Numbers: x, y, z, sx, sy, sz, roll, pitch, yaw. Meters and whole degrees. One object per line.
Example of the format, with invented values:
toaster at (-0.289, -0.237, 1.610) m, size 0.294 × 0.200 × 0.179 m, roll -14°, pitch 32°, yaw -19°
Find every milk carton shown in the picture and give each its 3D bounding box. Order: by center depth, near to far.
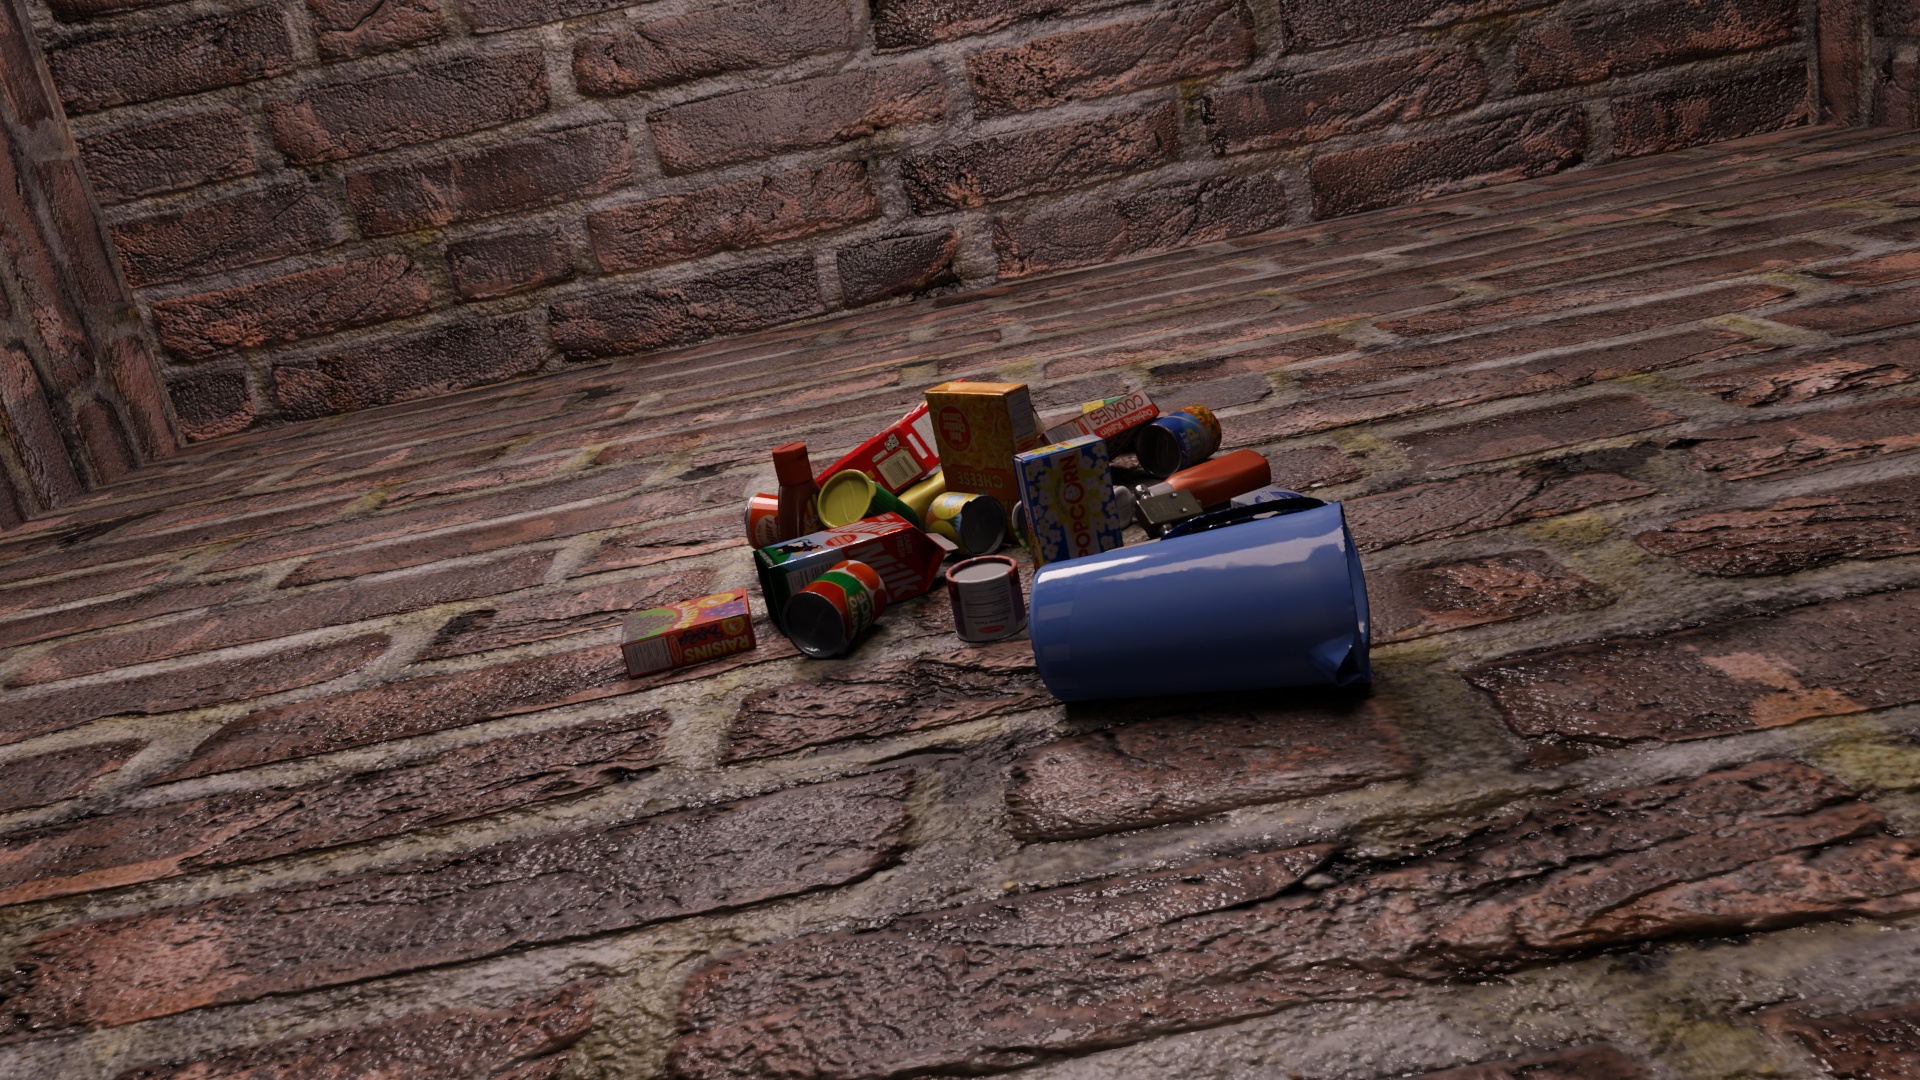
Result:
milk carton at (-0.100, 0.025, 1.380) m, size 0.191 × 0.073 × 0.072 m, roll -16°, pitch 18°, yaw -16°

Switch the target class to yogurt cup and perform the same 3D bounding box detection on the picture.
yogurt cup at (-0.213, -0.022, 1.614) m, size 0.054 × 0.072 × 0.073 m, roll 1°, pitch 20°, yaw 13°

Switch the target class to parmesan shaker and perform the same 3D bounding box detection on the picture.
parmesan shaker at (-0.093, -0.026, 1.467) m, size 0.071 × 0.071 × 0.103 m, roll -1°, pitch -20°, yaw 29°

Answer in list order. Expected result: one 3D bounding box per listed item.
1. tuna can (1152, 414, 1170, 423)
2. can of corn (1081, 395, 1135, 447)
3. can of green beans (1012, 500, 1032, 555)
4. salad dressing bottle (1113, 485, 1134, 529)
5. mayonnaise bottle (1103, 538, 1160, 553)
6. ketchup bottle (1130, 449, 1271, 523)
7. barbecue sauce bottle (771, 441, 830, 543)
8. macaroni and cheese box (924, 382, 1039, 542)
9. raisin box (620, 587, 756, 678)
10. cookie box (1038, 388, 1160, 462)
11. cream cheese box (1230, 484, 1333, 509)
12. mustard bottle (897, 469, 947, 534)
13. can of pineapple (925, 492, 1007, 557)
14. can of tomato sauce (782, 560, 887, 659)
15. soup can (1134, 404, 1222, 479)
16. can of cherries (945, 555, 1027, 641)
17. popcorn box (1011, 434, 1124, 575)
tuna can at (0.253, -0.131, 1.706) m, size 0.071 × 0.032 × 0.071 m, roll -10°, pitch 18°, yaw 3°
can of corn at (0.185, -0.142, 1.735) m, size 0.058 × 0.071 × 0.071 m, roll -10°, pitch 17°, yaw 6°
can of green beans at (0.095, -0.021, 1.412) m, size 0.058 × 0.071 × 0.071 m, roll -26°, pitch 22°, yaw -36°
salad dressing bottle at (0.115, -0.038, 1.490) m, size 0.147 × 0.044 × 0.064 m, roll 5°, pitch 23°, yaw 43°
mayonnaise bottle at (0.163, 0.026, 1.271) m, size 0.148 × 0.041 × 0.065 m, roll -13°, pitch 16°, yaw -1°
ketchup bottle at (0.250, -0.055, 1.459) m, size 0.149 × 0.043 × 0.065 m, roll -19°, pitch 19°, yaw -22°
barbecue sauce bottle at (-0.165, -0.028, 1.460) m, size 0.043 × 0.148 × 0.065 m, roll 2°, pitch 21°, yaw 38°
macaroni and cheese box at (0.031, -0.083, 1.480) m, size 0.040 × 0.166 × 0.123 m, roll -26°, pitch 22°, yaw -38°
raisin box at (-0.263, 0.087, 1.346) m, size 0.123 × 0.040 × 0.086 m, roll -13°, pitch 17°, yaw -8°
cookie box at (0.135, -0.105, 1.594) m, size 0.168 × 0.040 × 0.122 m, roll -25°, pitch -13°, yaw -36°
cream cheese box at (0.317, -0.028, 1.367) m, size 0.053 × 0.024 × 0.104 m, roll -19°, pitch 19°, yaw -18°
mustard bottle at (-0.032, -0.040, 1.558) m, size 0.161 × 0.065 × 0.049 m, roll -24°, pitch 18°, yaw -21°
can of pineapple at (0.005, -0.018, 1.454) m, size 0.071 × 0.070 × 0.058 m, roll -26°, pitch 21°, yaw -38°
can of tomato sauce at (-0.113, 0.063, 1.285) m, size 0.071 × 0.071 × 0.083 m, roll -2°, pitch 19°, yaw 27°
soup can at (0.254, -0.114, 1.602) m, size 0.071 × 0.071 × 0.084 m, roll 7°, pitch 25°, yaw 45°
can of cherries at (0.023, 0.051, 1.250) m, size 0.071 × 0.058 × 0.072 m, roll -10°, pitch 18°, yaw 3°
popcorn box at (0.105, -0.031, 1.339) m, size 0.085 × 0.126 × 0.038 m, roll -16°, pitch 15°, yaw -15°
